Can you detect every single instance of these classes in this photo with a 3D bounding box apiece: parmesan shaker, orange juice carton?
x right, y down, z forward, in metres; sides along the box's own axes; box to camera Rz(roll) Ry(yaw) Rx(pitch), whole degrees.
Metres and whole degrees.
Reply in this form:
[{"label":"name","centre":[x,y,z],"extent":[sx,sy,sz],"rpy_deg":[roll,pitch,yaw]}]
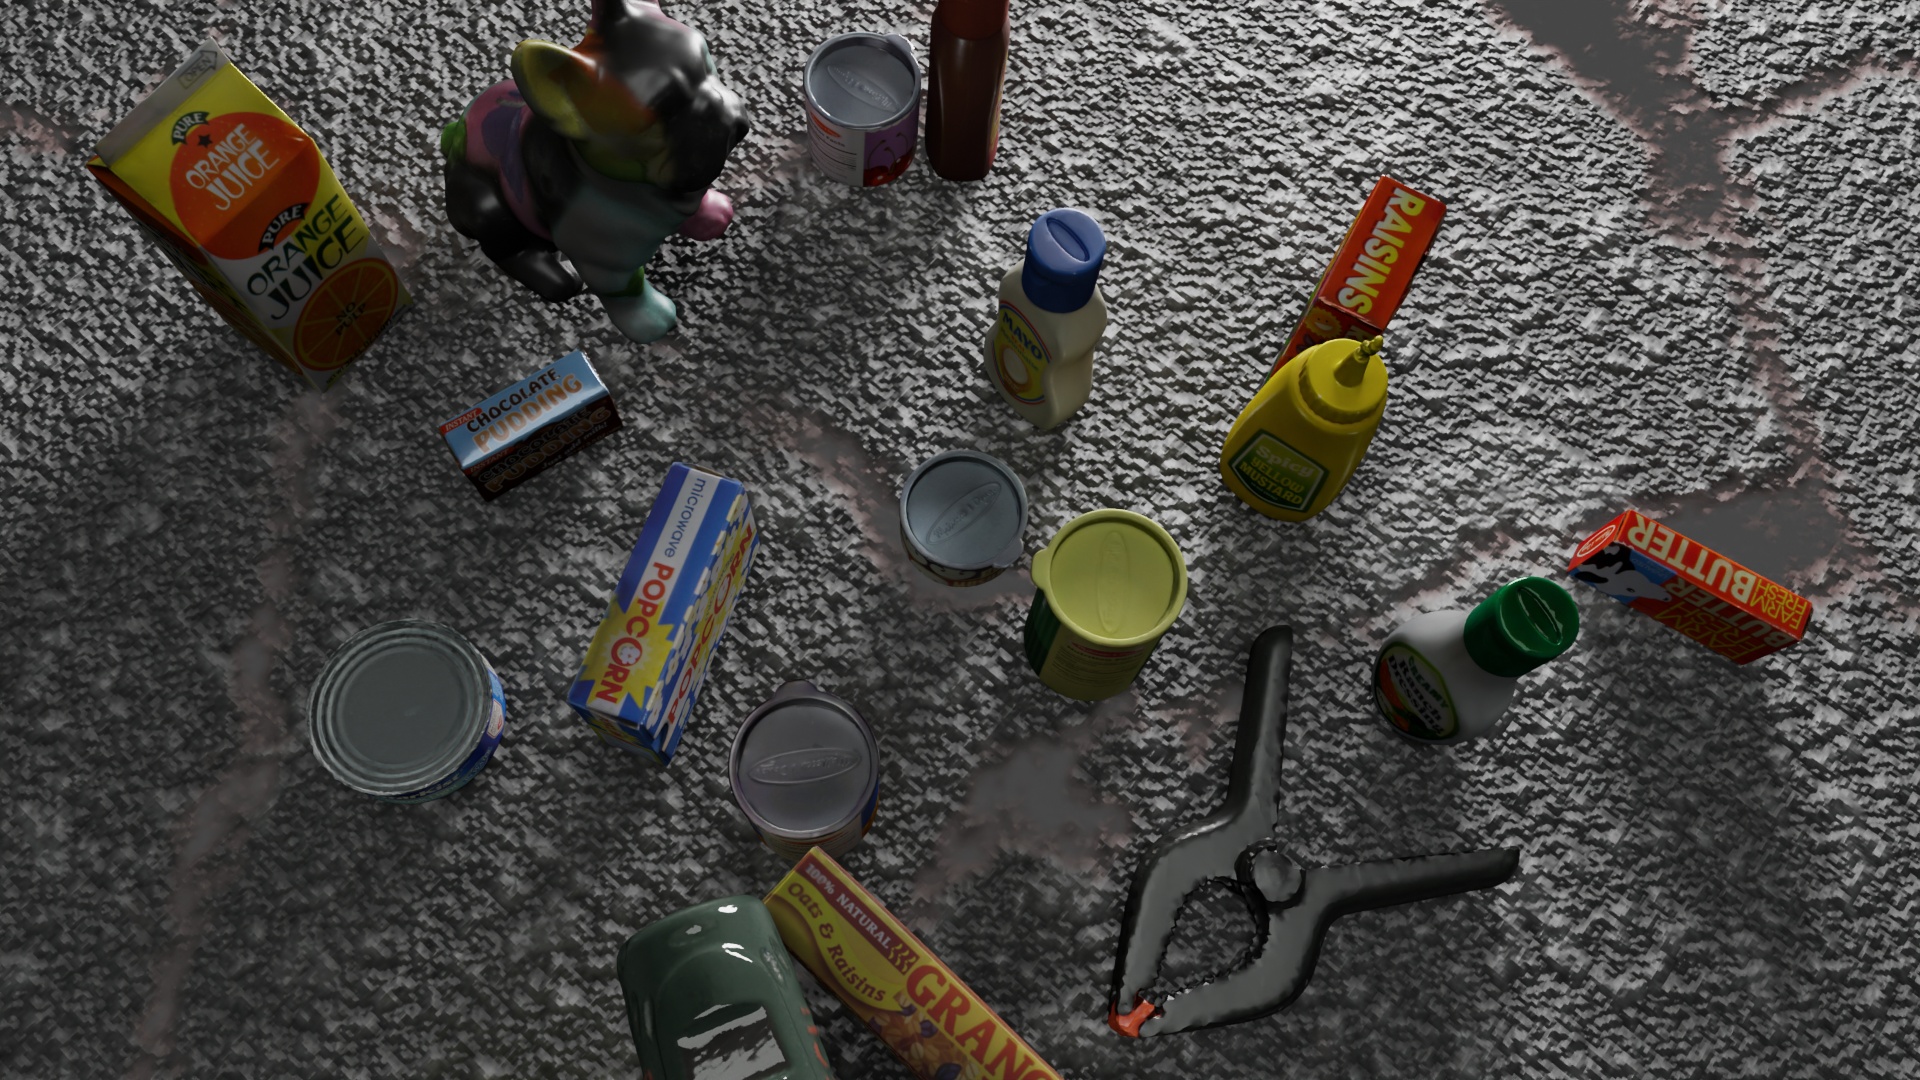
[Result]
[{"label":"parmesan shaker","centre":[0.064,0.033,0.673],"extent":[0.071,0.102,0.071],"rpy_deg":[1,70,-3]},{"label":"orange juice carton","centre":[-0.344,-0.156,0.672],"extent":[0.073,0.192,0.072],"rpy_deg":[34,71,9]}]

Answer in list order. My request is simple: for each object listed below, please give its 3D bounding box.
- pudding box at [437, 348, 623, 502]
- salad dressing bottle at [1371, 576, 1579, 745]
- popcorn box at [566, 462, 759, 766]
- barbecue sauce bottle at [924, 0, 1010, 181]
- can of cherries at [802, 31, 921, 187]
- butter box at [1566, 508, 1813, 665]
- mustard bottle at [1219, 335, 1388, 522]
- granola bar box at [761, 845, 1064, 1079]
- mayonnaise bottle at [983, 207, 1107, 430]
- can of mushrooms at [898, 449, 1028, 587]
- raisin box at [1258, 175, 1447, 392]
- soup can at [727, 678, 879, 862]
[{"label":"pudding box","centre":[-0.221,-0.060,0.719],"extent":[0.084,0.049,0.030],"rpy_deg":[-32,74,-14]},{"label":"salad dressing bottle","centre":[0.239,0.056,0.651],"extent":[0.044,0.147,0.064],"rpy_deg":[-26,73,-12]},{"label":"popcorn box","centre":[-0.139,0.036,0.669],"extent":[0.038,0.085,0.127],"rpy_deg":[18,69,4]},{"label":"barbecue sauce bottle","centre":[0.004,-0.263,0.758],"extent":[0.044,0.148,0.065],"rpy_deg":[1,70,-3]},{"label":"can of cherries","centre":[-0.054,-0.247,0.796],"extent":[0.071,0.058,0.072],"rpy_deg":[1,69,-3]},{"label":"butter box","centre":[0.377,0.025,0.722],"extent":[0.103,0.053,0.024],"rpy_deg":[29,71,7]},{"label":"mustard bottle","centre":[0.174,-0.060,0.684],"extent":[0.065,0.159,0.049],"rpy_deg":[32,71,8]},{"label":"granola bar box","centre":[-0.012,0.206,0.591],"extent":[0.166,0.123,0.039],"rpy_deg":[41,73,11]},{"label":"mayonnaise bottle","centre":[0.044,-0.112,0.703],"extent":[0.041,0.147,0.065],"rpy_deg":[-36,76,-15]},{"label":"can of mushrooms","centre":[0.003,-0.009,0.722],"extent":[0.071,0.033,0.071],"rpy_deg":[1,69,-3]},{"label":"raisin box","centre":[0.202,-0.119,0.728],"extent":[0.040,0.123,0.086],"rpy_deg":[29,71,7]},{"label":"soup can","centre":[-0.071,0.109,0.646],"extent":[0.071,0.083,0.071],"rpy_deg":[1,69,-3]}]
